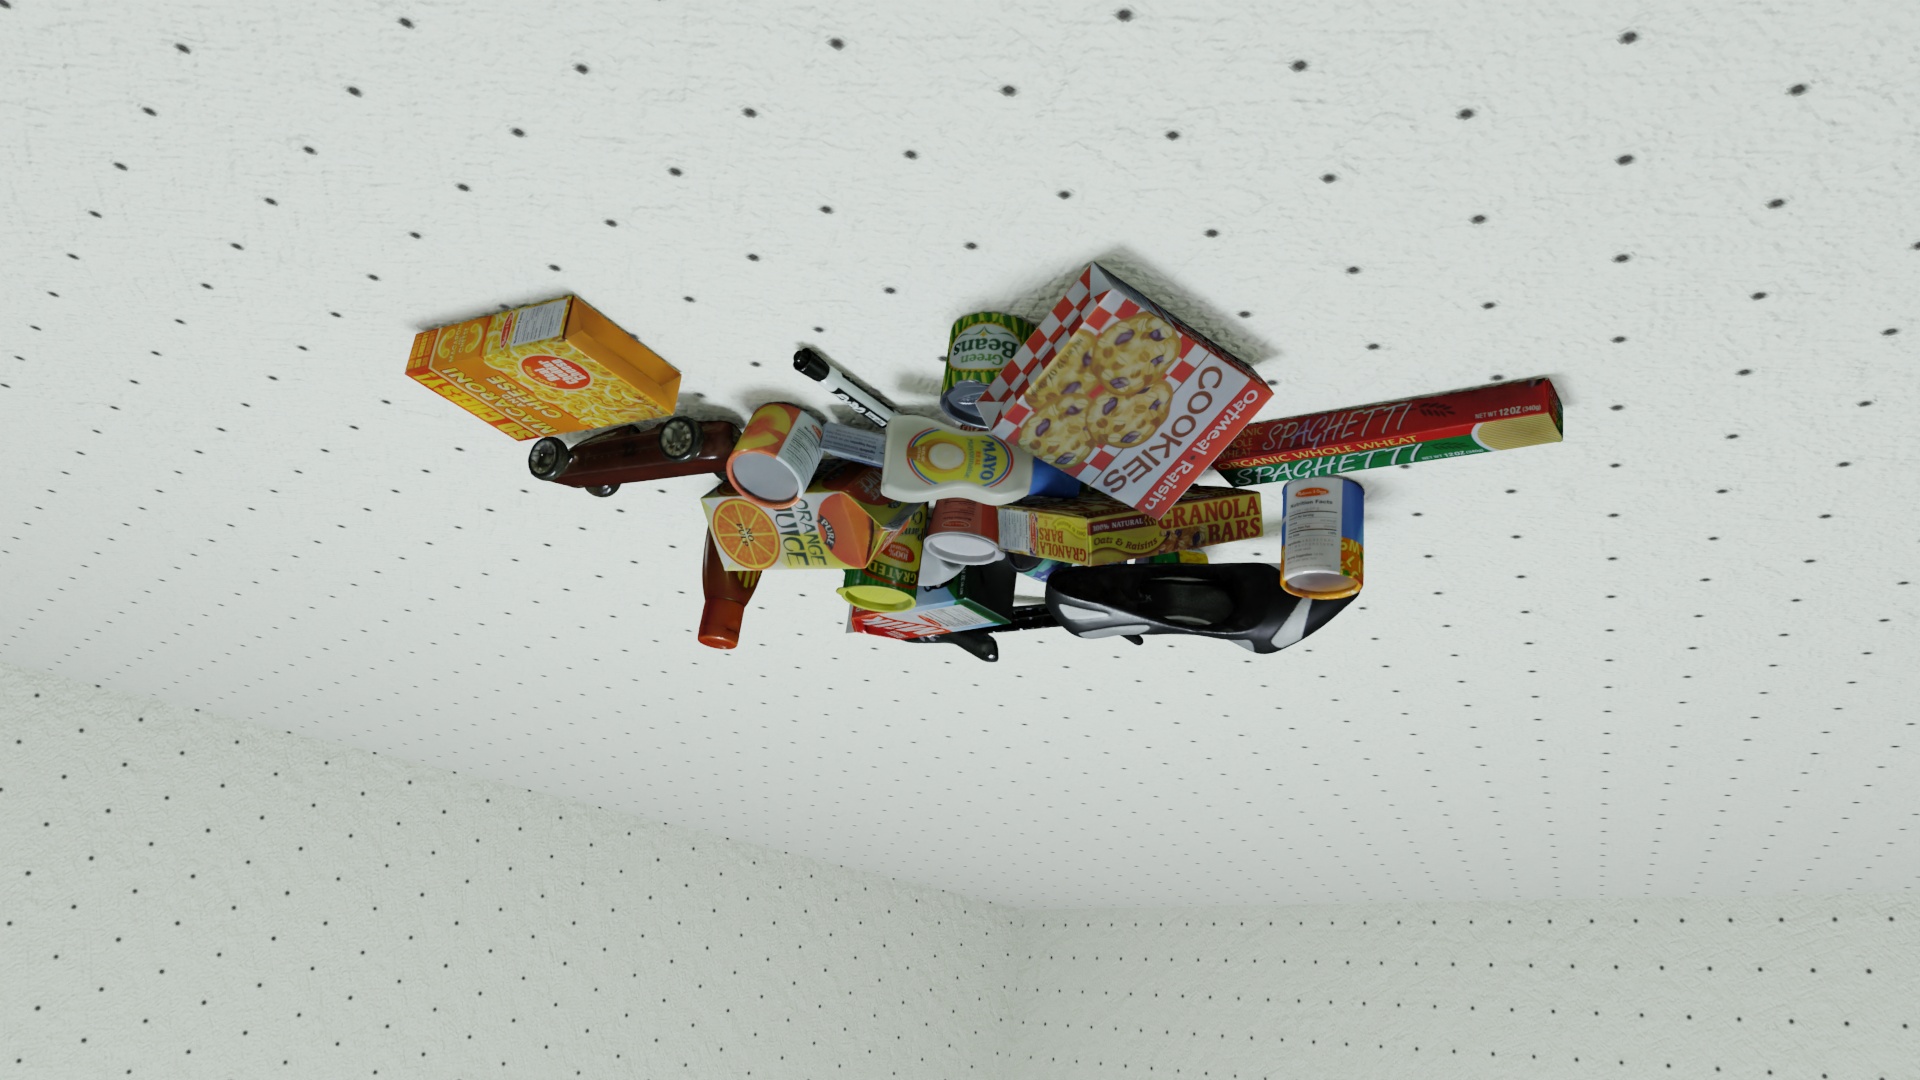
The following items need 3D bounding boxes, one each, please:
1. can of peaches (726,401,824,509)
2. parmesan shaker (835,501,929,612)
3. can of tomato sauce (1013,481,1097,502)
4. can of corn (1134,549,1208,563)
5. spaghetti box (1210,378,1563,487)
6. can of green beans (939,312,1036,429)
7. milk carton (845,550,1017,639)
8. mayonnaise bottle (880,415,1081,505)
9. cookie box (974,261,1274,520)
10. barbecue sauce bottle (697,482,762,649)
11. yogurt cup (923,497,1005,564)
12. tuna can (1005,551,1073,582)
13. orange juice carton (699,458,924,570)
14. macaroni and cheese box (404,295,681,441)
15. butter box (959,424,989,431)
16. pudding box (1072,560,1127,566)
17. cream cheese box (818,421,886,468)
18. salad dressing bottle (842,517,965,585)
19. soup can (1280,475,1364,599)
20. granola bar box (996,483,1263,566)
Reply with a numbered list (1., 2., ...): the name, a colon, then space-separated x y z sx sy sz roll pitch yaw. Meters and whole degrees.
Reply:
1. can of peaches: -0.149 -0.067 1.115 0.071 0.058 0.070 11 138 10
2. parmesan shaker: -0.068 0.004 1.232 0.071 0.103 0.071 6 158 3
3. can of tomato sauce: 0.096 -0.022 1.163 0.083 0.071 0.071 18 156 -26
4. can of corn: 0.192 0.040 1.281 0.058 0.071 0.071 9 158 -4
5. spaghetti box: 0.303 -0.075 1.013 0.250 0.029 0.050 -8 154 33
6. can of green beans: 0.022 -0.117 0.962 0.071 0.058 0.071 6 158 3
7. milk carton: -0.041 0.049 1.379 0.190 0.072 0.073 -12 151 38
8. mayonnaise bottle: 0.016 -0.056 1.045 0.148 0.065 0.041 5 167 -4
9. cookie box: 0.112 -0.095 0.931 0.167 0.040 0.122 24 116 -36
10. barbecue sauce bottle: -0.208 0.024 1.265 0.043 0.149 0.065 -7 153 33
11. yogurt cup: 0.004 -0.015 1.226 0.072 0.054 0.072 6 158 3
12. tuna can: 0.075 0.001 1.231 0.033 0.071 0.071 23 153 -35
13. orange juice carton: -0.117 -0.023 1.173 0.192 0.072 0.072 -2 116 31
14. macaroni and cheese box: -0.320 -0.129 1.069 0.166 0.040 0.123 -6 155 29
15. butter box: 0.040 -0.087 1.076 0.053 0.024 0.103 15 157 -19
16. pudding box: 0.112 0.011 1.289 0.049 0.030 0.083 -14 150 41
17. cream cheese box: -0.056 -0.069 1.107 0.104 0.024 0.053 15 177 20
18. salad dressing bottle: -0.056 0.013 1.319 0.147 0.064 0.044 -6 -161 47
19. soup can: 0.295 -0.001 1.128 0.071 0.084 0.071 6 158 3
20. granola bar box: 0.129 -0.016 1.071 0.166 0.039 0.124 -9 -170 -30
